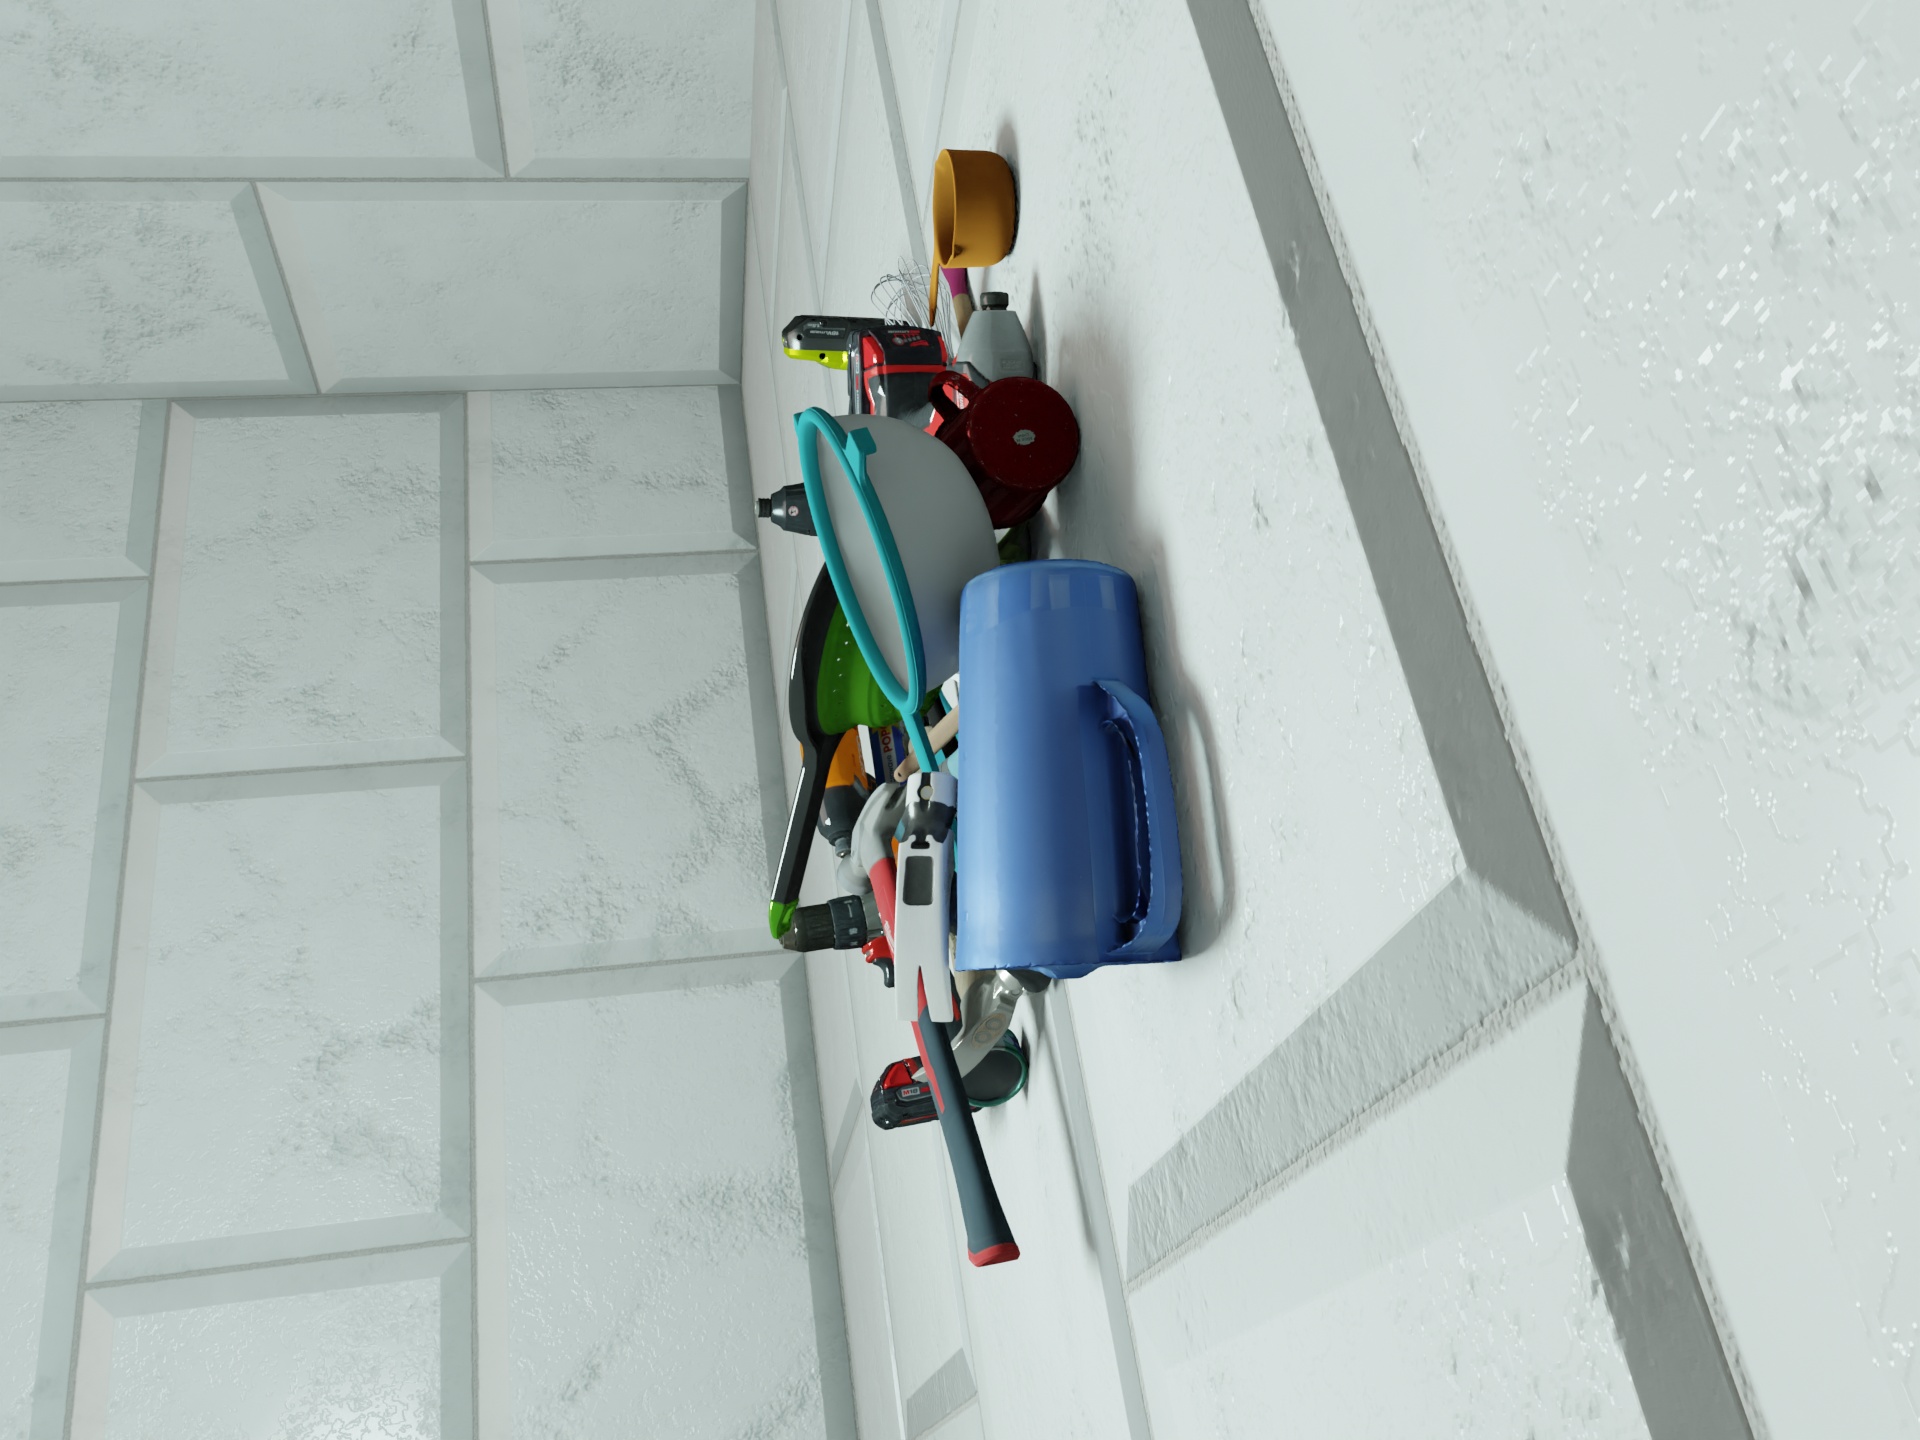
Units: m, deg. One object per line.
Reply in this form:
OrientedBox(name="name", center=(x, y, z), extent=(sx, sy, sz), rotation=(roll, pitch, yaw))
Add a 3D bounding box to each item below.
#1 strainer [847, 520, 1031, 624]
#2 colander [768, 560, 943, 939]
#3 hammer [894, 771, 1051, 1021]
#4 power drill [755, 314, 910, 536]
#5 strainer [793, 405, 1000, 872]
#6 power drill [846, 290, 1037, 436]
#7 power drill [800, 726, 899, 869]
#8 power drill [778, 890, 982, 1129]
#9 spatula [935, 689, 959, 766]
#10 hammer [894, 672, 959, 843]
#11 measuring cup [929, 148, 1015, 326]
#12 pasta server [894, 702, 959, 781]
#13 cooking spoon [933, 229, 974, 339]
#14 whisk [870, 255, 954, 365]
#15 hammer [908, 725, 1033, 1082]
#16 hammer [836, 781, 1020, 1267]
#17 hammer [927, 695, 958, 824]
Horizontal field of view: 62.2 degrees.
OrientedBox(name="strainer", center=(0.006, -0.144, 1.268), extent=(0.069, 0.151, 0.257), rotation=(56, -155, -28))
OrientedBox(name="colander", center=(-0.081, 0.013, 1.355), extent=(0.204, 0.094, 0.397), rotation=(-30, -44, -72))
OrientedBox(name="hammer", center=(0.017, 0.150, 1.089), extent=(0.334, 0.035, 0.146), rotation=(50, -139, -67))
OrientedBox(name="power drill", center=(-0.124, -0.300, 1.636), extent=(0.080, 0.171, 0.223), rotation=(-128, 39, -70))
OrientedBox(name="strainer", center=(-0.012, -0.060, 1.078), extent=(0.211, 0.095, 0.340), rotation=(-141, 32, -68))
OrientedBox(name="power drill", center=(-0.011, -0.258, 1.240), extent=(0.220, 0.078, 0.143), rotation=(23, 117, 61))
OrientedBox(name="power drill", center=(-0.101, 0.098, 1.665), extent=(0.226, 0.084, 0.164), rotation=(56, -160, -58))
OrientedBox(name="power drill", center=(-0.065, 0.263, 1.494), extent=(0.080, 0.188, 0.227), rotation=(116, 145, -66))
OrientedBox(name="spatula", center=(-0.044, -0.061, 1.546), extent=(0.082, 0.044, 0.318), rotation=(-44, 54, 39))
OrientedBox(name="hammer", center=(-0.003, 0.045, 1.285), extent=(0.128, 0.033, 0.331), rotation=(60, 156, 9))
OrientedBox(name="measuring cup", center=(0.006, -0.373, 1.258), extent=(0.173, 0.052, 0.095), rotation=(104, 159, -62))
OrientedBox(name="pasta server", center=(-0.002, -0.004, 1.303), extent=(0.060, 0.040, 0.316), rotation=(53, 149, 5))
OrientedBox(name="cooking spoon", center=(0.004, -0.342, 1.355), extent=(0.068, 0.017, 0.319), rotation=(103, 160, -51))
OrientedBox(name="whisk", center=(-0.020, -0.322, 1.395), extent=(0.285, 0.070, 0.070), rotation=(-112, 21, -43))
OrientedBox(name="hammer", center=(-0.014, 0.144, 1.447), extent=(0.146, 0.038, 0.411), rotation=(-53, 27, 24))
OrientedBox(name="hammer", center=(-0.020, 0.234, 1.255), extent=(0.143, 0.038, 0.387), rotation=(118, 142, -46))
OrientedBox(name="hammer", center=(-0.041, -0.058, 1.478), extent=(0.337, 0.034, 0.127), rotation=(-115, 31, -41))
